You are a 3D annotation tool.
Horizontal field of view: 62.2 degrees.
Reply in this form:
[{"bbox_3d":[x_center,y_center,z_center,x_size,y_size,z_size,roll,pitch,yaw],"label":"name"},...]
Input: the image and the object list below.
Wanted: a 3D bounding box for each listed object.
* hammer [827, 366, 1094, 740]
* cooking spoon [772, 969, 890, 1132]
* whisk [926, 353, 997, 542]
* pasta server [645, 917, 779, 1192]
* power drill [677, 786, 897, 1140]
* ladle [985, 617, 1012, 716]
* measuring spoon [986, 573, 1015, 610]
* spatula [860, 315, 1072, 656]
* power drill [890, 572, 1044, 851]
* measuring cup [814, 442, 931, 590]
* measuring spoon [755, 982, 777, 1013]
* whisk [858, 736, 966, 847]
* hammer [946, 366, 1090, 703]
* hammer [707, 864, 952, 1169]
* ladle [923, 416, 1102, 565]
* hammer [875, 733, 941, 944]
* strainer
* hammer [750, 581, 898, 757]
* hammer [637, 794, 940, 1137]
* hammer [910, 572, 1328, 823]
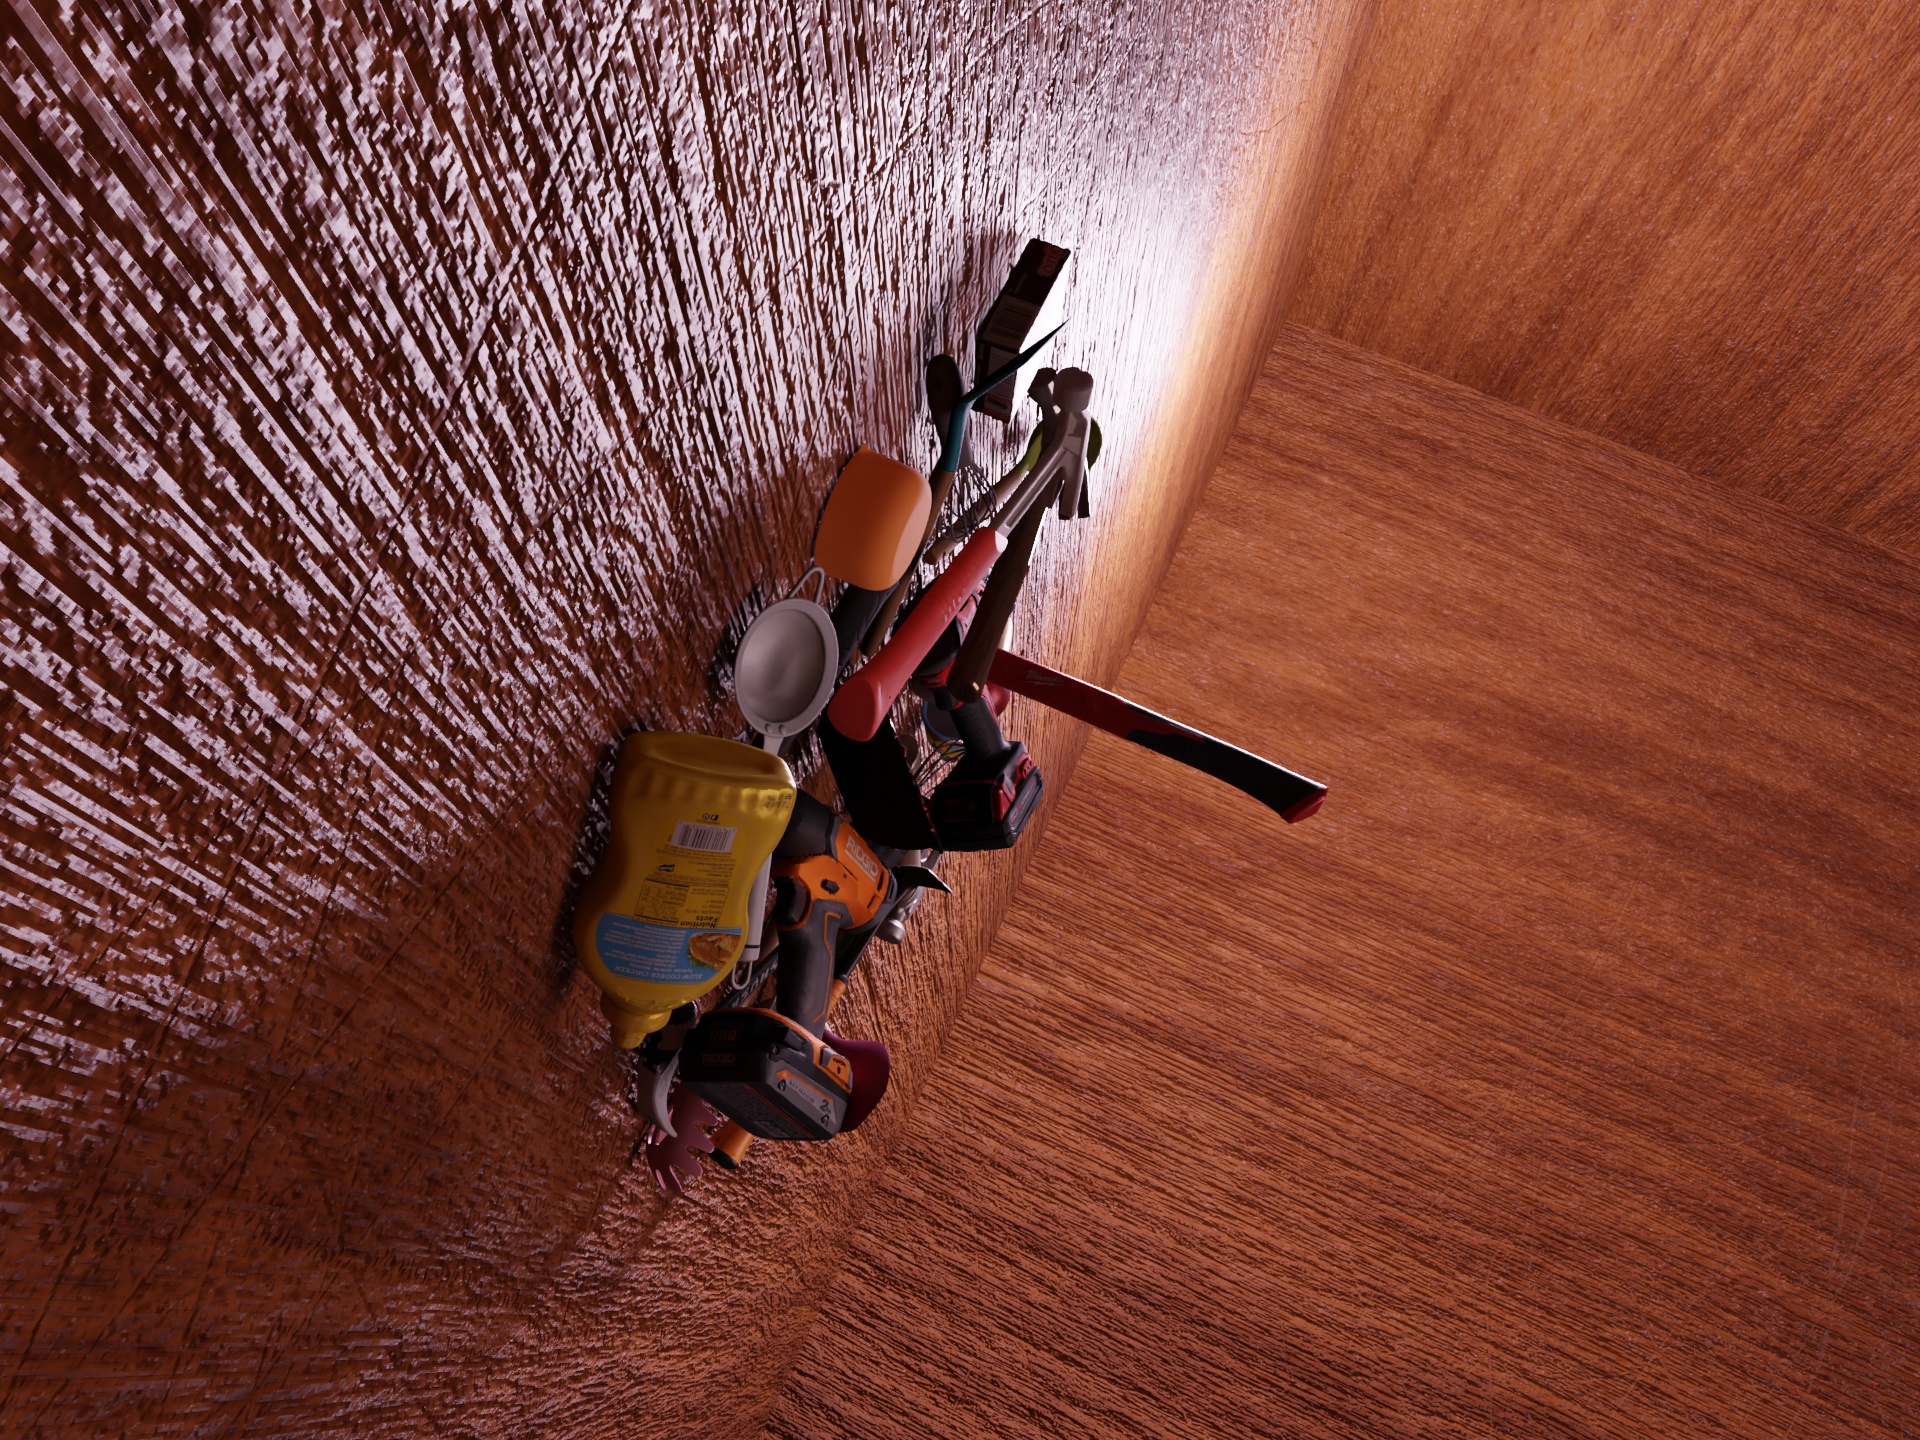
[{"bbox_3d":[0.008,-0.111,1.192,0.359,0.037,0.149,-55,162,-35],"label":"hammer"},{"bbox_3d":[-0.113,0.239,1.241,0.069,0.017,0.319,-51,-159,-4],"label":"cooking spoon"},{"bbox_3d":[-0.004,-0.201,1.193,0.238,0.055,0.055,78,36,-66],"label":"whisk"},{"bbox_3d":[-0.174,0.230,1.296,0.060,0.040,0.316,-13,-139,46],"label":"pasta server"},{"bbox_3d":[-0.122,0.161,1.117,0.164,0.084,0.227,53,39,-45],"label":"power drill"},{"bbox_3d":[0.041,-0.069,1.650,0.315,0.031,0.069,-75,155,-73],"label":"ladle"},{"bbox_3d":[0.027,-0.129,1.620,0.042,0.021,0.128,-43,159,-4],"label":"measuring spoon"},{"bbox_3d":[-0.010,-0.157,1.145,0.082,0.044,0.317,-54,173,-50],"label":"spatula"},{"bbox_3d":[-0.002,-0.004,1.351,0.143,0.078,0.219,-53,133,-56],"label":"power drill"},{"bbox_3d":[-0.041,-0.143,1.082,0.174,0.052,0.095,-45,157,-63],"label":"measuring cup"},{"bbox_3d":[-0.163,0.219,1.414,0.034,0.018,0.124,-2,109,-79],"label":"measuring spoon"},{"bbox_3d":[-0.050,0.082,1.450,0.245,0.047,0.051,-41,157,-44],"label":"whisk"},{"bbox_3d":[0.050,-0.146,1.354,0.129,0.031,0.331,60,39,-42],"label":"hammer"},{"bbox_3d":[-0.132,0.276,1.512,0.127,0.034,0.337,-9,-139,53],"label":"hammer"},{"bbox_3d":[0.049,-0.205,1.434,0.320,0.062,0.078,-50,155,-52],"label":"ladle"},{"bbox_3d":[-0.052,0.108,1.678,0.410,0.038,0.146,93,21,-64],"label":"hammer"},{"bbox_3d":[-0.120,0.034,0.961,0.086,0.050,0.258,10,87,-52],"label":"strainer"},{"bbox_3d":[-0.125,0.017,1.061,0.146,0.035,0.335,98,18,-56],"label":"hammer"},{"bbox_3d":[-0.125,0.172,1.271,0.409,0.036,0.149,-42,156,-50],"label":"hammer"},{"bbox_3d":[0.157,-0.014,1.466,0.038,0.386,0.143,93,22,-63],"label":"hammer"}]
